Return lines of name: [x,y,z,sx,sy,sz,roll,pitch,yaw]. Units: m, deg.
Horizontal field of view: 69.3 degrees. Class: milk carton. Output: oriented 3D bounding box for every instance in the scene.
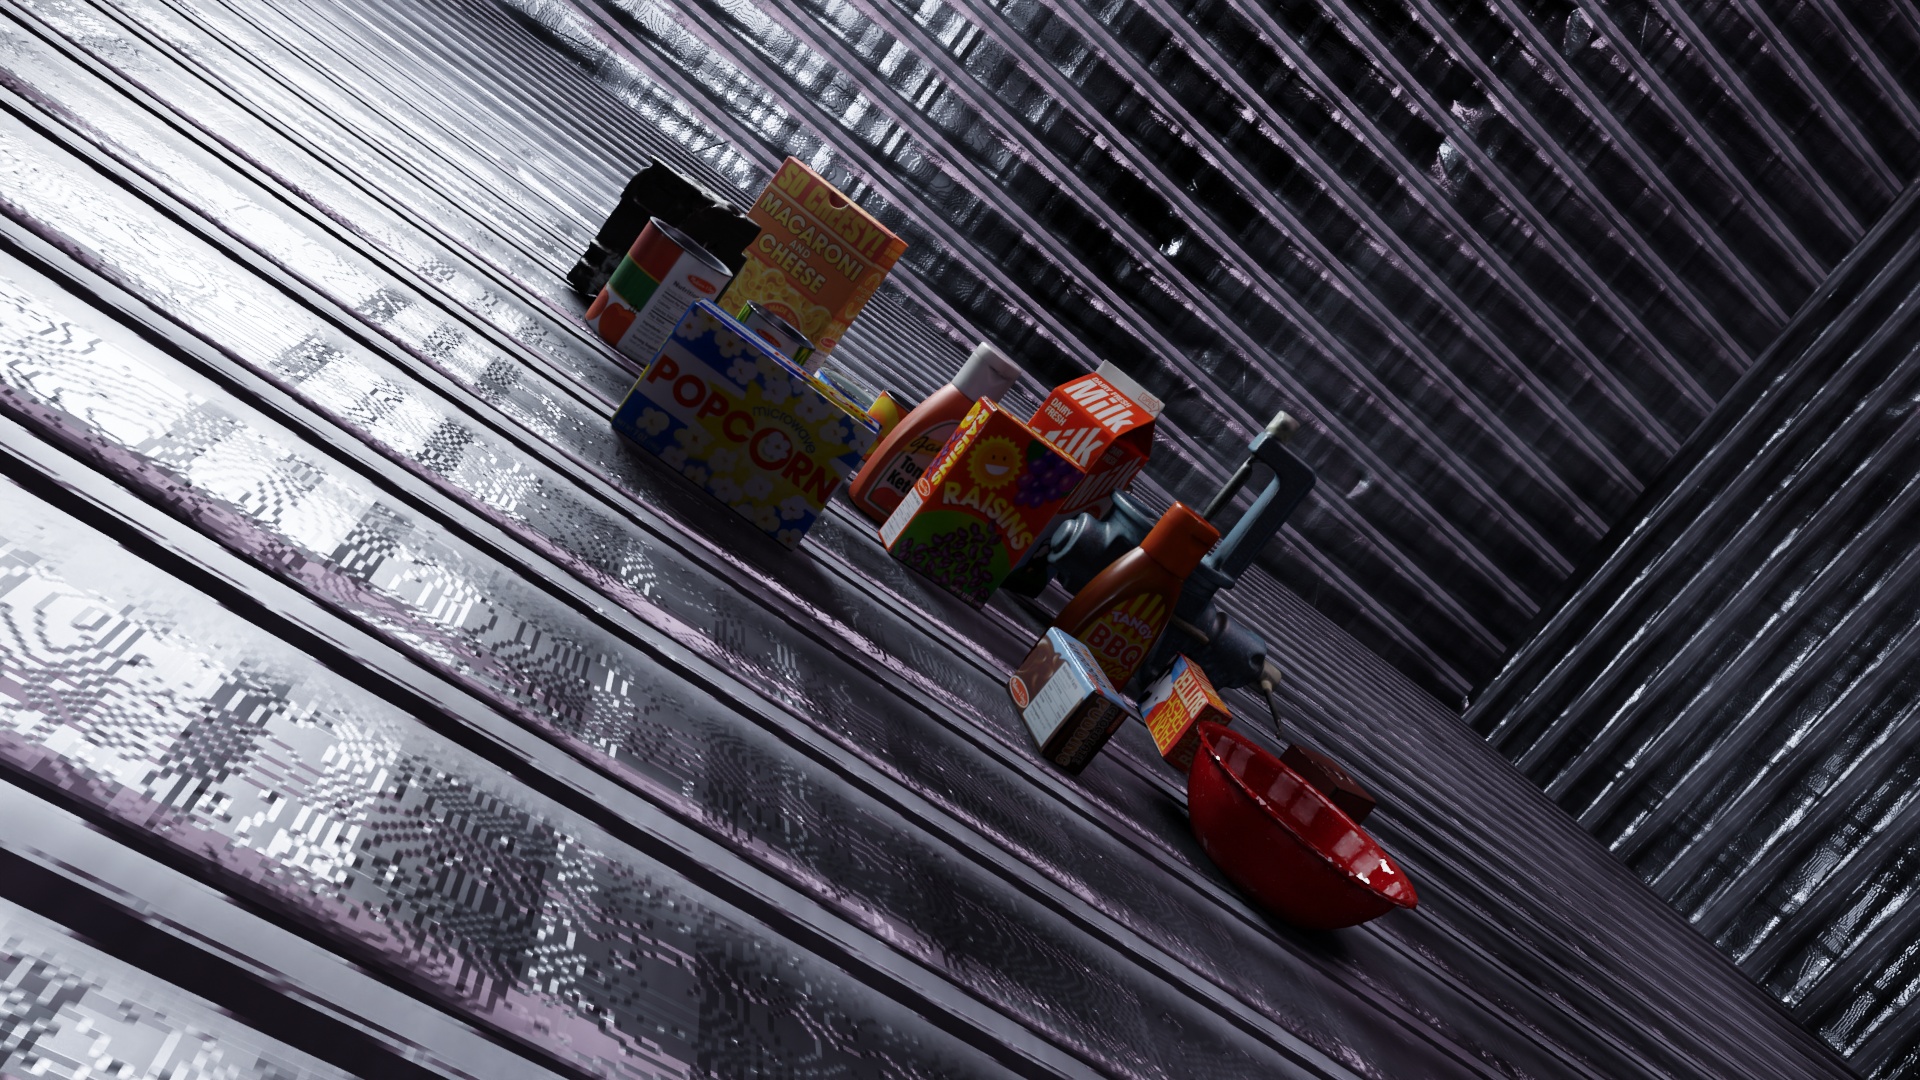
milk carton: [0.081,-0.052,1.115,0.072,0.190,0.073,43,11,29]

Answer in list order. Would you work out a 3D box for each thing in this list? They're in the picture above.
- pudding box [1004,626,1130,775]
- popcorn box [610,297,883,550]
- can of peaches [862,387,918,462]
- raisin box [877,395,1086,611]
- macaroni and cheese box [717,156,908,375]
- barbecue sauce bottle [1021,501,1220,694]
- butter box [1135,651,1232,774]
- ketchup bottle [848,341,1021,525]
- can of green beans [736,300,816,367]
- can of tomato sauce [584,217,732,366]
pudding box: [0.060,0.091,0.800,0.030,0.049,0.084,33,10,-24]
popcorn box: [-0.119,-0.066,0.783,0.126,0.085,0.038,36,9,-10]
can of peaches: [-0.054,-0.088,1.197,0.071,0.058,0.071,36,10,-7]
raisin box: [0.015,-0.025,0.959,0.086,0.123,0.040,34,10,-22]
macaroni and cheese box: [-0.143,-0.221,1.176,0.124,0.166,0.040,40,9,14]
barbecue sauce bottle: [0.107,0.043,0.892,0.065,0.148,0.044,33,10,-27]
butter box: [0.158,0.122,0.992,0.024,0.053,0.104,36,10,-12]
ketchup bottle: [-0.015,-0.075,1.006,0.064,0.148,0.044,34,10,-22]
can of green beans: [-0.159,-0.149,1.110,0.071,0.057,0.071,36,10,-7]
can of tomato sauce: [-0.208,-0.169,0.954,0.071,0.083,0.071,36,9,-7]
